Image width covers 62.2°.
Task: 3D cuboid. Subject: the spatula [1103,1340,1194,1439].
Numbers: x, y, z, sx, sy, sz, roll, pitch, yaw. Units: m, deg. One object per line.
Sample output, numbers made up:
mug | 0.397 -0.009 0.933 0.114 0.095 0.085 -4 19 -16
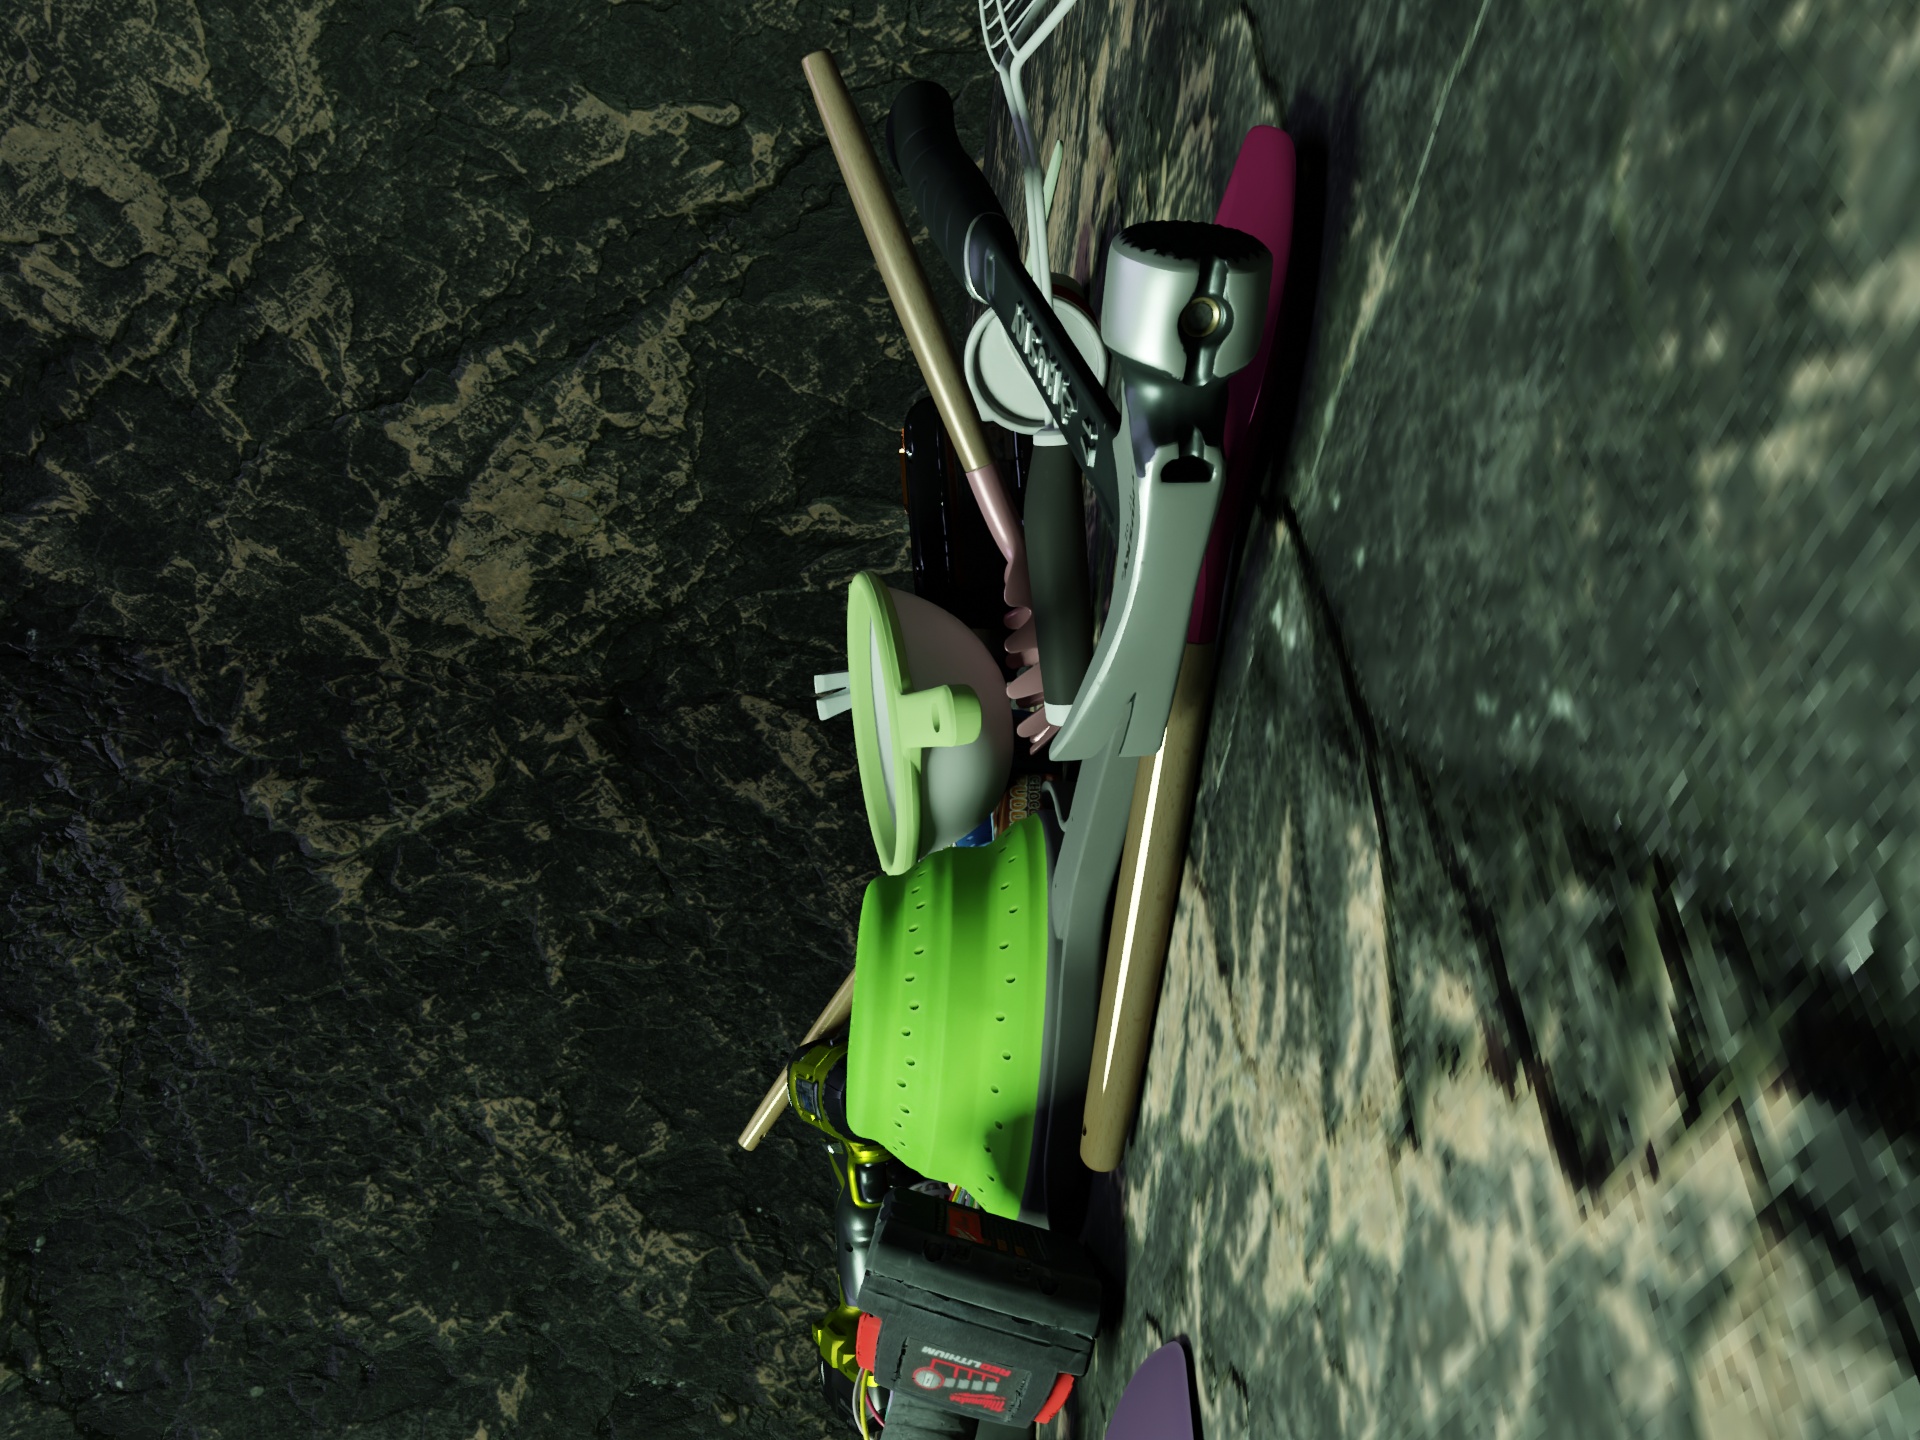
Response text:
spatula | 0.021 0.294 0.487 0.060 0.018 0.315 -88 12 -56

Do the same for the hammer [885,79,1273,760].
hammer | 0.015 -0.145 0.537 0.409 0.036 0.149 -107 18 -55

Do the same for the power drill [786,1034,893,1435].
power drill | -0.052 0.313 0.996 0.190 0.080 0.228 156 107 -71

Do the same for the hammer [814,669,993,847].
hammer | -0.013 0.021 1.029 0.406 0.144 0.035 -116 18 -71

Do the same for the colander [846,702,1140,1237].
colander | 0.008 0.072 0.623 0.396 0.094 0.205 98 176 -49

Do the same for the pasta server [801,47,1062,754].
pasta server | -0.008 -0.135 0.703 0.060 0.040 0.316 -85 -27 -75

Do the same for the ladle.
ladle | -0.070 0.161 1.110 0.320 0.062 0.078 -56 -22 5

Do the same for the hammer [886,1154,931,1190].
hammer | -0.008 0.262 1.012 0.336 0.034 0.127 106 148 -50

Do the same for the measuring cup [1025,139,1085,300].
measuring cup | 0.053 -0.235 0.846 0.167 0.038 0.083 103 172 -56

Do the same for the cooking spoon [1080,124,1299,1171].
cooking spoon | 0.062 -0.001 0.455 0.069 0.017 0.318 -110 24 -64

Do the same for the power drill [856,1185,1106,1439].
power drill | -0.019 0.280 0.531 0.143 0.078 0.220 92 -166 -81

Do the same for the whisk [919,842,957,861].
whisk | 0.013 0.107 0.930 0.285 0.070 0.070 -148 63 -81

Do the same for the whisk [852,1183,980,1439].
whisk | -0.002 0.234 0.746 0.051 0.047 0.245 -60 6 40

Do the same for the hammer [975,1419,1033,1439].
hammer | -0.020 0.399 0.812 0.146 0.035 0.334 -41 -16 -36

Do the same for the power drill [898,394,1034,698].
power drill | 0.014 -0.092 0.914 0.226 0.084 0.164 75 -170 -87

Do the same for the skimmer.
skimmer | 0.063 -0.178 0.640 0.127 0.090 0.363 -126 30 -73

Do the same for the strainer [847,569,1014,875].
strainer | -0.001 -0.002 0.725 0.256 0.069 0.151 172 91 -78
